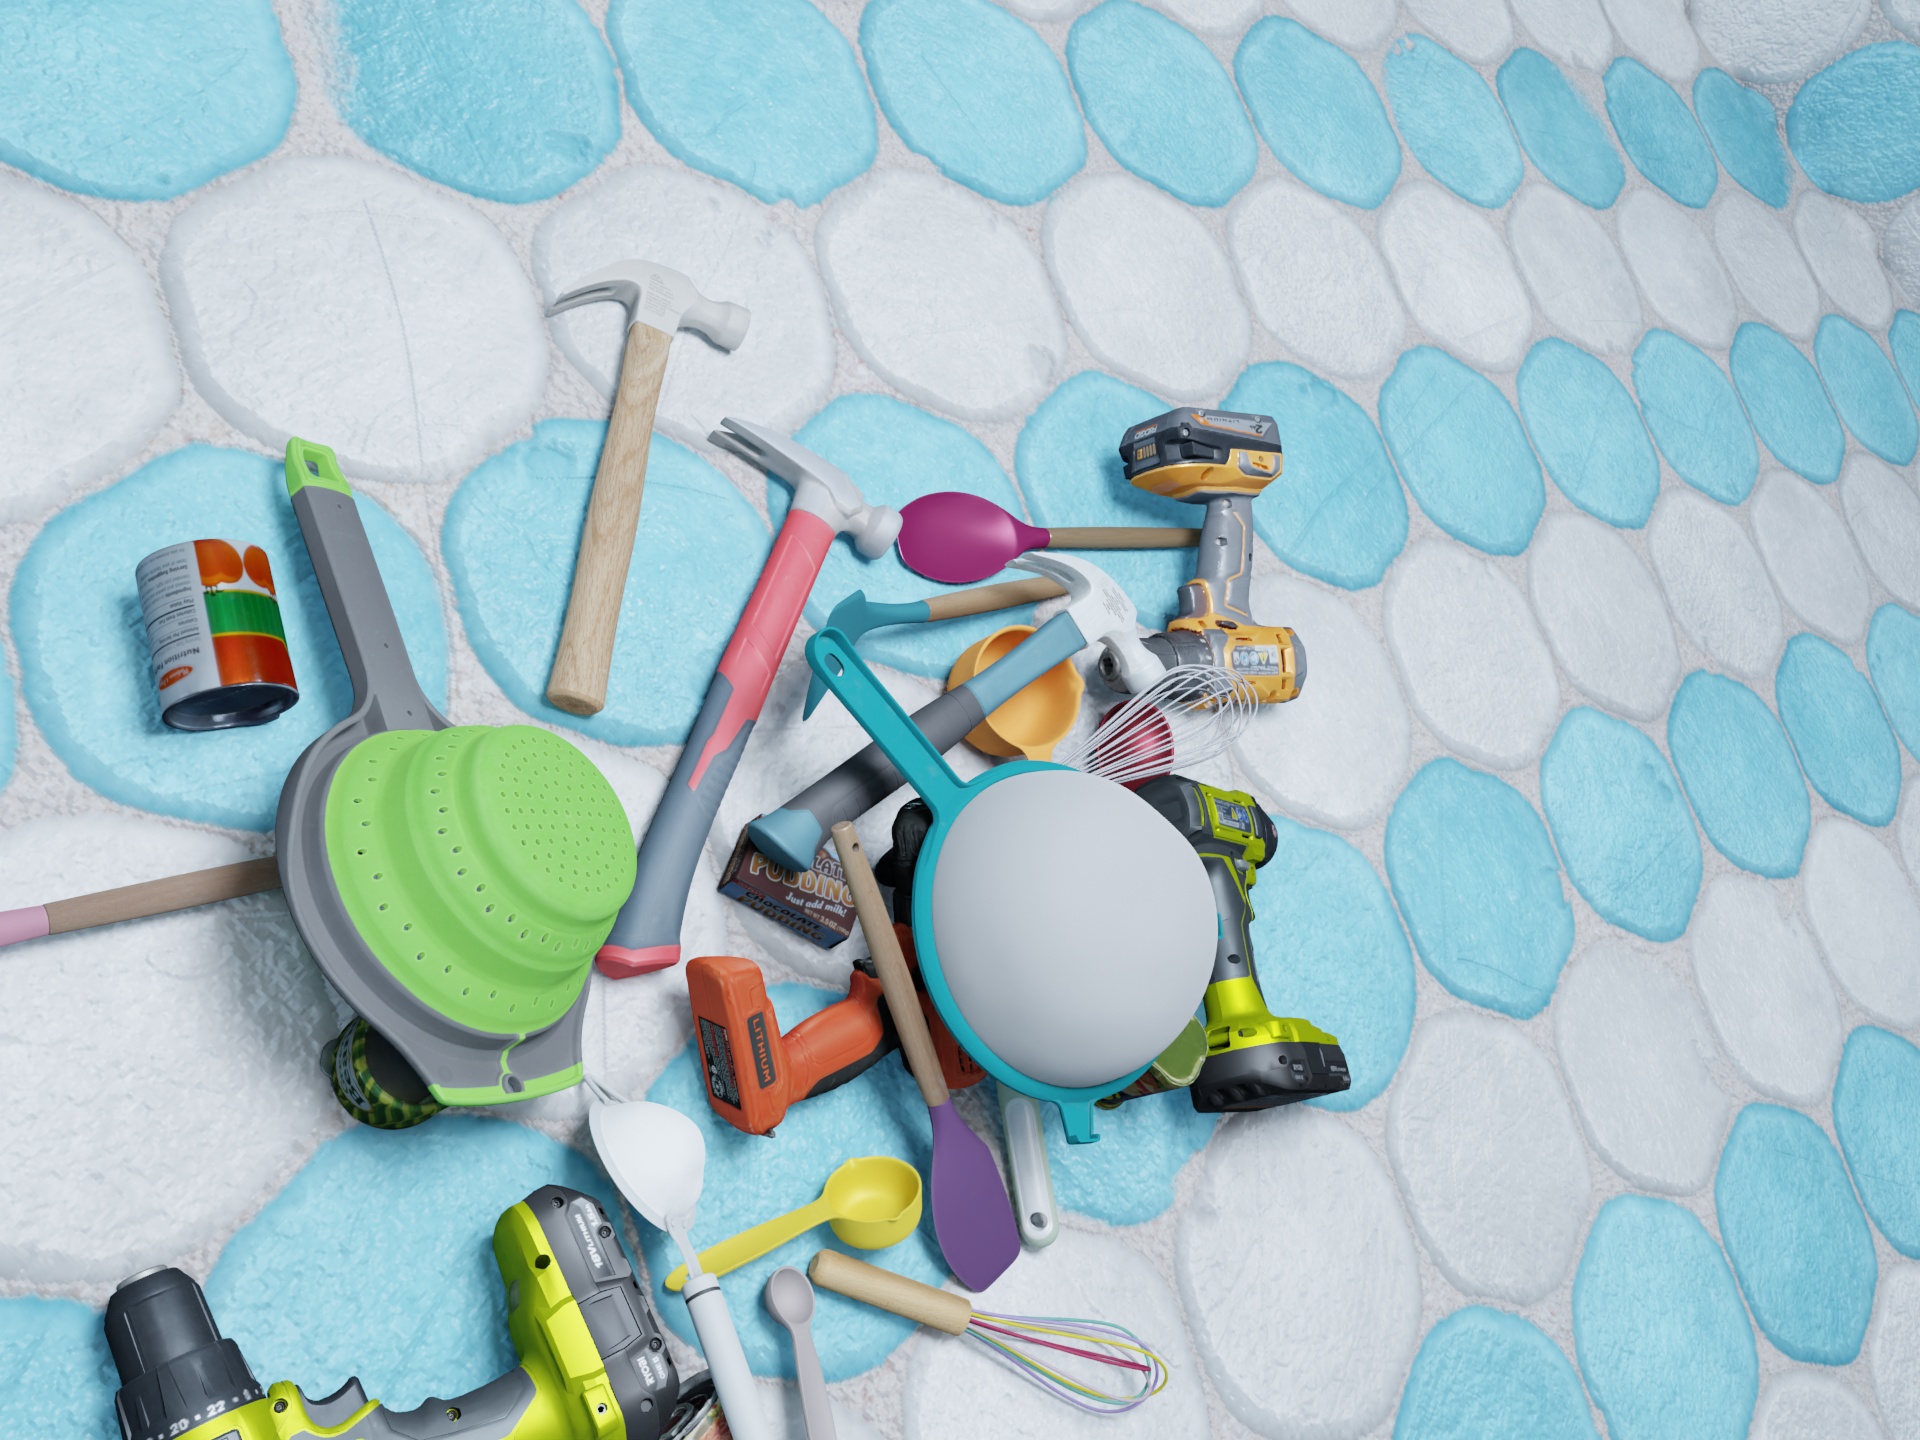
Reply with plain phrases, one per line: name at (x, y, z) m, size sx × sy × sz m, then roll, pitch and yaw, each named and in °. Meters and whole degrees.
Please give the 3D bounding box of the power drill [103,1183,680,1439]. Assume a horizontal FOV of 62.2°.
power drill at (-0.269, 0.314, 0.752) m, size 0.228 × 0.080 × 0.191 m, roll -18°, pitch 71°, yaw -35°

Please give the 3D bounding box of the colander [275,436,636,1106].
colander at (-0.267, -0.002, 0.839) m, size 0.204 × 0.094 × 0.397 m, roll 12°, pitch 51°, yaw -63°

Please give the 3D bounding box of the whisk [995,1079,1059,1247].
whisk at (0.032, 0.210, 1.017) m, size 0.058 × 0.059 × 0.246 m, roll -10°, pitch 79°, yaw 4°

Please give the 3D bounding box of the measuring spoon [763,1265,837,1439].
measuring spoon at (-0.088, 0.365, 0.876) m, size 0.034 × 0.018 × 0.124 m, roll 20°, pitch 46°, yaw -50°

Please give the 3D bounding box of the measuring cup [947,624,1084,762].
measuring cup at (0.040, 0.023, 1.105) m, size 0.095 × 0.052 × 0.174 m, roll -5°, pitch 83°, yaw -32°

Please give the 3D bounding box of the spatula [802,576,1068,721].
spatula at (-0.002, -0.072, 1.098) m, size 0.044 × 0.082 × 0.317 m, roll 35°, pitch 32°, yaw 30°

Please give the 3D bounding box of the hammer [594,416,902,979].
hammer at (-0.155, -0.020, 0.999) m, size 0.143 × 0.038 × 0.387 m, roll 31°, pitch 56°, yaw -18°

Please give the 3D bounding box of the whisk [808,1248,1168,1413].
whisk at (0.022, 0.360, 0.950) m, size 0.244 × 0.047 × 0.051 m, roll 27°, pitch 59°, yaw -18°

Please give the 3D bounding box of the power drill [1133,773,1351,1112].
power drill at (0.199, 0.156, 1.122) m, size 0.171 × 0.080 × 0.223 m, roll 17°, pitch 57°, yaw -52°

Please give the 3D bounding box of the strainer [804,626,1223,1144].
strainer at (0.042, 0.068, 0.930) m, size 0.340 × 0.095 × 0.211 m, roll 50°, pitch 53°, yaw -13°

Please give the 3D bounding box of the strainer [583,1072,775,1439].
strainer at (-0.135, 0.287, 0.826) m, size 0.259 × 0.050 × 0.086 m, roll 62°, pitch 9°, yaw 27°

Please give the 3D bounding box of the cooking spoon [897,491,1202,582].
cooking spoon at (0.084, -0.140, 1.223) m, size 0.318 × 0.017 × 0.069 m, roll -5°, pitch 81°, yaw -35°

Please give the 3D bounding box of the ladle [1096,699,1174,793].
ladle at (0.090, 0.098, 1.087) m, size 0.069 × 0.031 × 0.316 m, roll 41°, pitch 43°, yaw -15°

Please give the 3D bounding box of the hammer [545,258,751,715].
hammer at (-0.220, -0.158, 1.019) m, size 0.130 × 0.031 × 0.332 m, roll 19°, pitch 61°, yaw -26°

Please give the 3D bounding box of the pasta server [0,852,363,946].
pasta server at (-0.421, 0.094, 0.782) m, size 0.316 × 0.040 × 0.060 m, roll -12°, pitch 77°, yaw -41°

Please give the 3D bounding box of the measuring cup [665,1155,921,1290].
measuring cup at (-0.093, 0.297, 0.907) m, size 0.156 × 0.062 × 0.029 m, roll -18°, pitch 118°, yaw -25°

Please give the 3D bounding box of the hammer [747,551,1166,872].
hammer at (-0.002, -0.003, 1.034) m, size 0.331 × 0.033 × 0.128 m, roll -36°, pitch 99°, yaw -32°

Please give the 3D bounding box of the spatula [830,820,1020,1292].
spatula at (-0.023, 0.202, 0.933) m, size 0.060 × 0.018 × 0.315 m, roll -32°, pitch 113°, yaw -39°

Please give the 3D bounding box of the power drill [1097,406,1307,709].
power drill at (0.177, -0.121, 1.225) m, size 0.185 × 0.084 × 0.226 m, roll -2°, pitch 85°, yaw -34°

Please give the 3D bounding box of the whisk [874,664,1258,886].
whisk at (0.071, 0.040, 1.051) m, size 0.284 × 0.070 × 0.070 m, roll -27°, pitch 86°, yaw -10°
